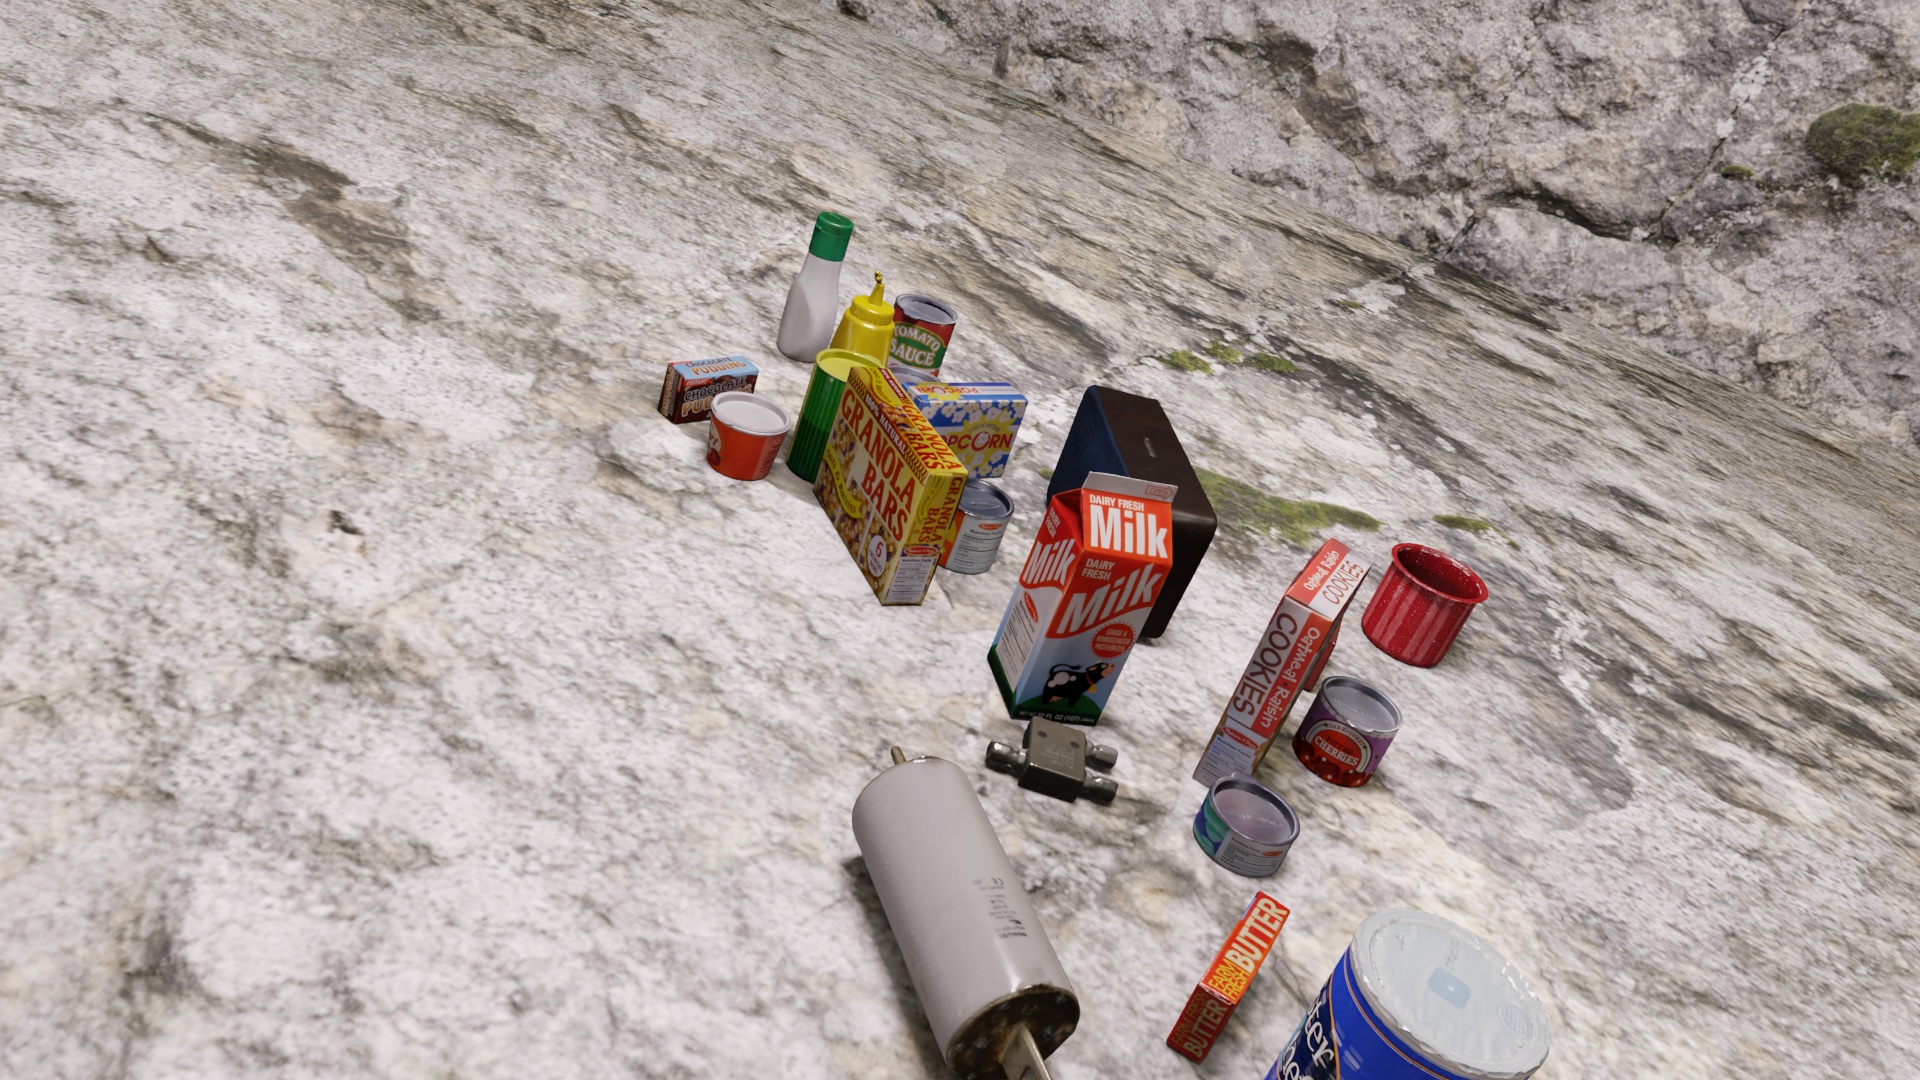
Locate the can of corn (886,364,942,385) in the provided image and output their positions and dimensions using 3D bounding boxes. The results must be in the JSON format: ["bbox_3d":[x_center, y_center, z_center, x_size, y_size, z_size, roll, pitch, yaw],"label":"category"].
[{"bbox_3d":[-0.051,-0.124,1.315,0.071,0.058,0.071,15,29,-9],"label":"can of corn"}]

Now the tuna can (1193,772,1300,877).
[{"bbox_3d":[0.195,0.194,0.951,0.071,0.032,0.071,15,29,-9],"label":"tuna can"}]

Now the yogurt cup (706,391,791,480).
[{"bbox_3d":[-0.182,-0.087,1.173,0.072,0.053,0.073,15,29,-9],"label":"yogurt cup"}]

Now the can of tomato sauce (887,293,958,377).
[{"bbox_3d":[-0.047,-0.200,1.423,0.071,0.082,0.071,16,29,-9],"label":"can of tomato sauce"}]

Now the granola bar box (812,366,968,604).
[{"bbox_3d":[-0.059,-0.046,1.108,0.039,0.123,0.166,2,34,-30],"label":"granola bar box"}]

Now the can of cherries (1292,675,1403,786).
[{"bbox_3d":[0.296,0.148,1.068,0.071,0.058,0.072,15,29,-9],"label":"can of cherries"}]

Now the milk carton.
[{"bbox_3d":[0.089,0.036,0.993,0.072,0.189,0.074,8,31,-21],"label":"milk carton"}]

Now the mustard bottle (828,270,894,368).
[{"bbox_3d":[-0.091,-0.170,1.263,0.049,0.159,0.065,4,32,-27],"label":"mustard bottle"}]

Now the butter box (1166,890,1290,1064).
[{"bbox_3d":[0.157,0.252,0.807,0.024,0.053,0.104,31,30,19],"label":"butter box"}]

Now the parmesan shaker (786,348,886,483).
[{"bbox_3d":[-0.105,-0.106,1.204,0.071,0.102,0.071,16,29,-9],"label":"parmesan shaker"}]

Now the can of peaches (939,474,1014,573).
[{"bbox_3d":[0.004,-0.015,1.163,0.071,0.057,0.071,15,29,-9],"label":"can of peaches"}]

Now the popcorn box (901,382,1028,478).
[{"bbox_3d":[-0.006,-0.101,1.275,0.127,0.084,0.038,-5,37,-38],"label":"popcorn box"}]

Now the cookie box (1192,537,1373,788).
[{"bbox_3d":[0.234,0.092,1.012,0.040,0.166,0.123,30,30,16],"label":"cookie box"}]

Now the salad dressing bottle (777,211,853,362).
[{"bbox_3d":[-0.143,-0.252,1.384,0.044,0.147,0.064,-4,37,-37],"label":"salad dressing bottle"}]

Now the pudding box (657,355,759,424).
[{"bbox_3d":[-0.224,-0.135,1.234,0.084,0.049,0.030,-14,43,-46],"label":"pudding box"}]
